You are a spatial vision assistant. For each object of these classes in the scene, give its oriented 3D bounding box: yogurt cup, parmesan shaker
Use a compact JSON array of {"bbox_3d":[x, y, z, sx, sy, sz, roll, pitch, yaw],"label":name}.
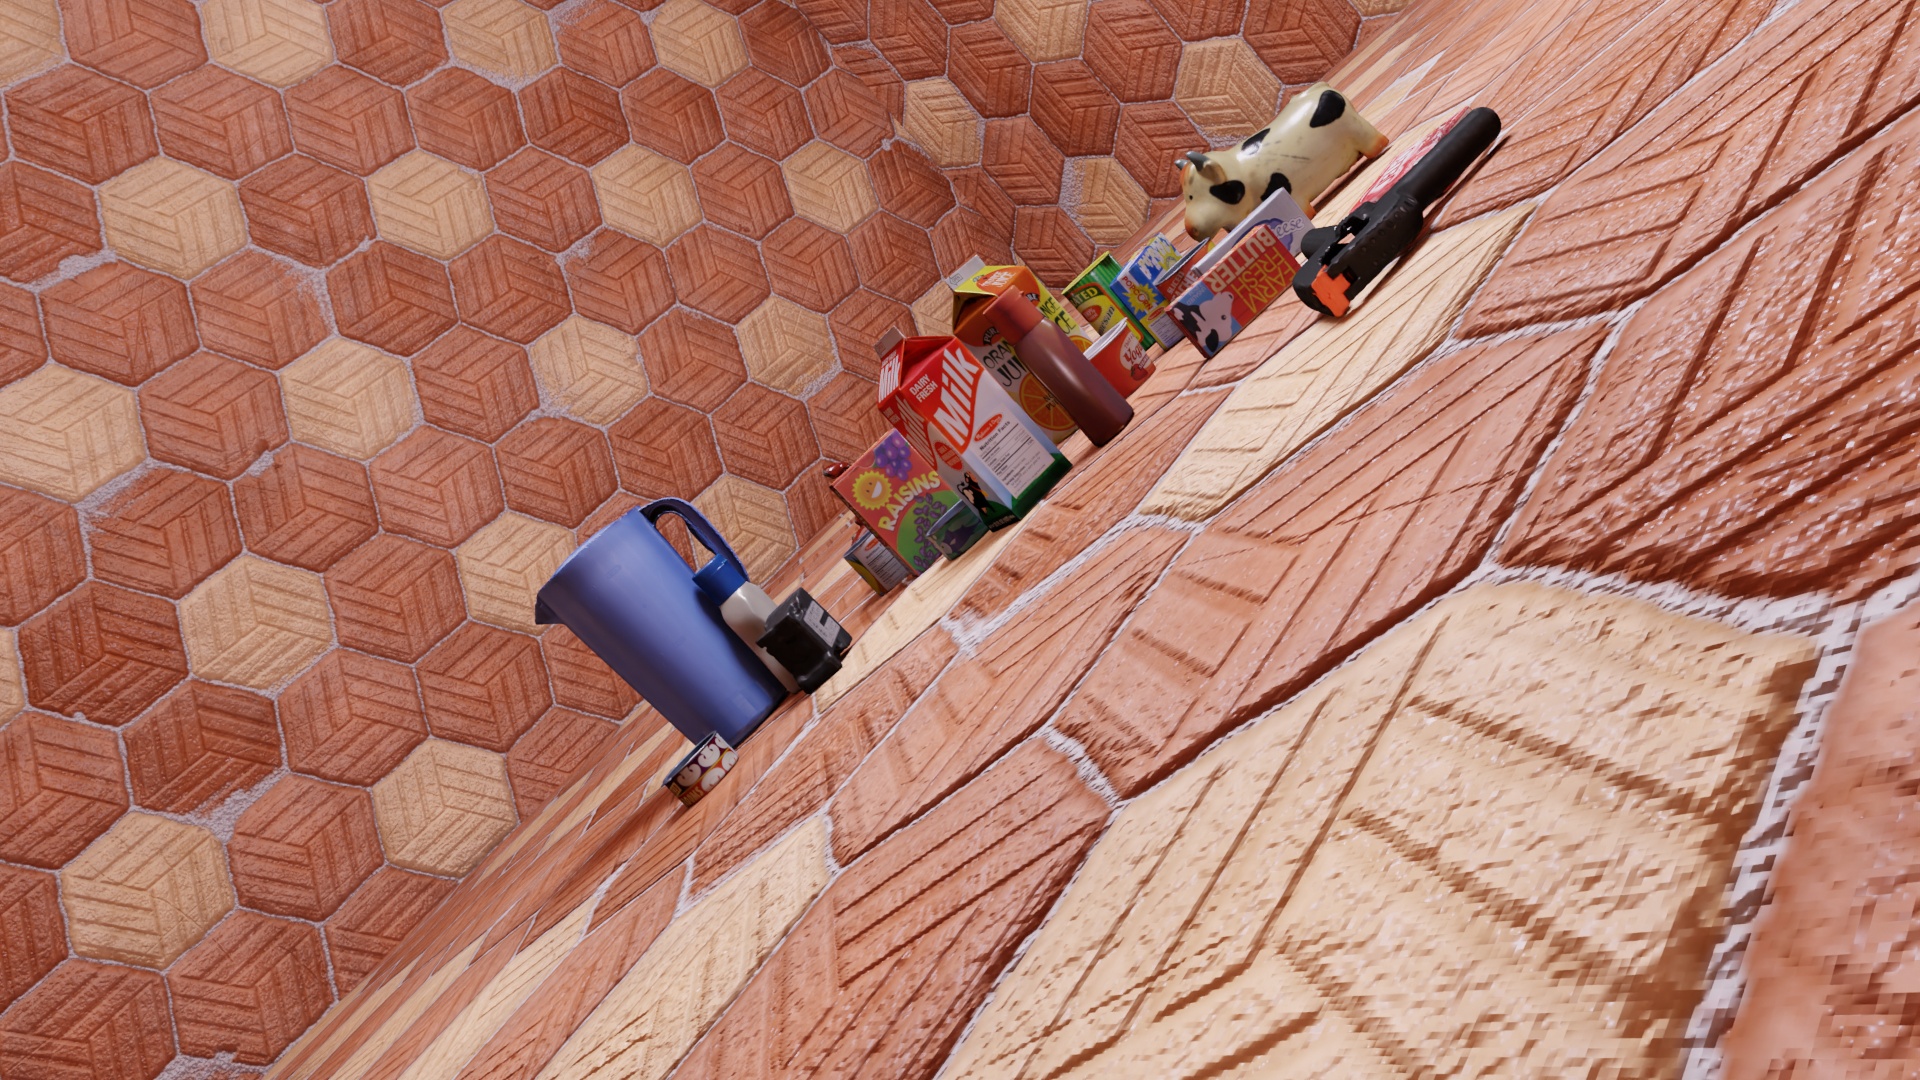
[{"bbox_3d":[0.144,-0.162,1.293,0.072,0.054,0.072,-42,7,6],"label":"yogurt cup"},{"bbox_3d":[0.167,-0.246,1.465,0.071,0.103,0.071,-42,7,6],"label":"parmesan shaker"}]

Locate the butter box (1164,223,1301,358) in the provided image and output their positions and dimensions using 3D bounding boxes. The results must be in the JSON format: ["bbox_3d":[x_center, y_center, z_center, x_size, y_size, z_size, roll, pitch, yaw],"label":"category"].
[{"bbox_3d":[0.218,-0.198,1.106,0.103,0.053,0.024,-43,7,1],"label":"butter box"}]

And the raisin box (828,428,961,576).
[{"bbox_3d":[-0.056,-0.037,1.360,0.086,0.123,0.040,-44,7,-9],"label":"raisin box"}]

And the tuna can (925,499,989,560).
[{"bbox_3d":[0.005,-0.016,1.273,0.071,0.033,0.071,-42,7,6],"label":"tuna can"}]

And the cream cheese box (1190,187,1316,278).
[{"bbox_3d":[0.257,-0.252,1.210,0.104,0.053,0.024,-42,7,4],"label":"cream cheese box"}]

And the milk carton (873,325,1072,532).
[{"bbox_3d":[-0.002,-0.104,1.189,0.074,0.190,0.072,-45,7,-20],"label":"milk carton"}]

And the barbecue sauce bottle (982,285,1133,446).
[{"bbox_3d":[0.081,-0.148,1.163,0.043,0.148,0.065,-40,7,20],"label":"barbecue sauce bottle"}]

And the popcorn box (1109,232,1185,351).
[{"bbox_3d":[0.198,-0.245,1.362,0.038,0.085,0.127,-39,8,31],"label":"popcorn box"}]

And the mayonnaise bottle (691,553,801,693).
[{"bbox_3d":[-0.194,0.078,1.333,0.041,0.148,0.065,-41,7,15],"label":"mayonnaise bottle"}]

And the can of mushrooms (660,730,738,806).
[{"bbox_3d":[-0.236,0.208,1.255,0.071,0.033,0.071,-42,7,6],"label":"can of mushrooms"}]

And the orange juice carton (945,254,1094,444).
[{"bbox_3d":[0.065,-0.195,1.359,0.072,0.192,0.072,-36,9,43],"label":"orange juice carton"}]

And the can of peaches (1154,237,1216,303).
[{"bbox_3d":[0.222,-0.236,1.284,0.071,0.058,0.071,-42,7,6],"label":"can of peaches"}]

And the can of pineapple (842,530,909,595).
[{"bbox_3d":[-0.080,0.015,1.446,0.071,0.058,0.071,-42,7,6],"label":"can of pineapple"}]
